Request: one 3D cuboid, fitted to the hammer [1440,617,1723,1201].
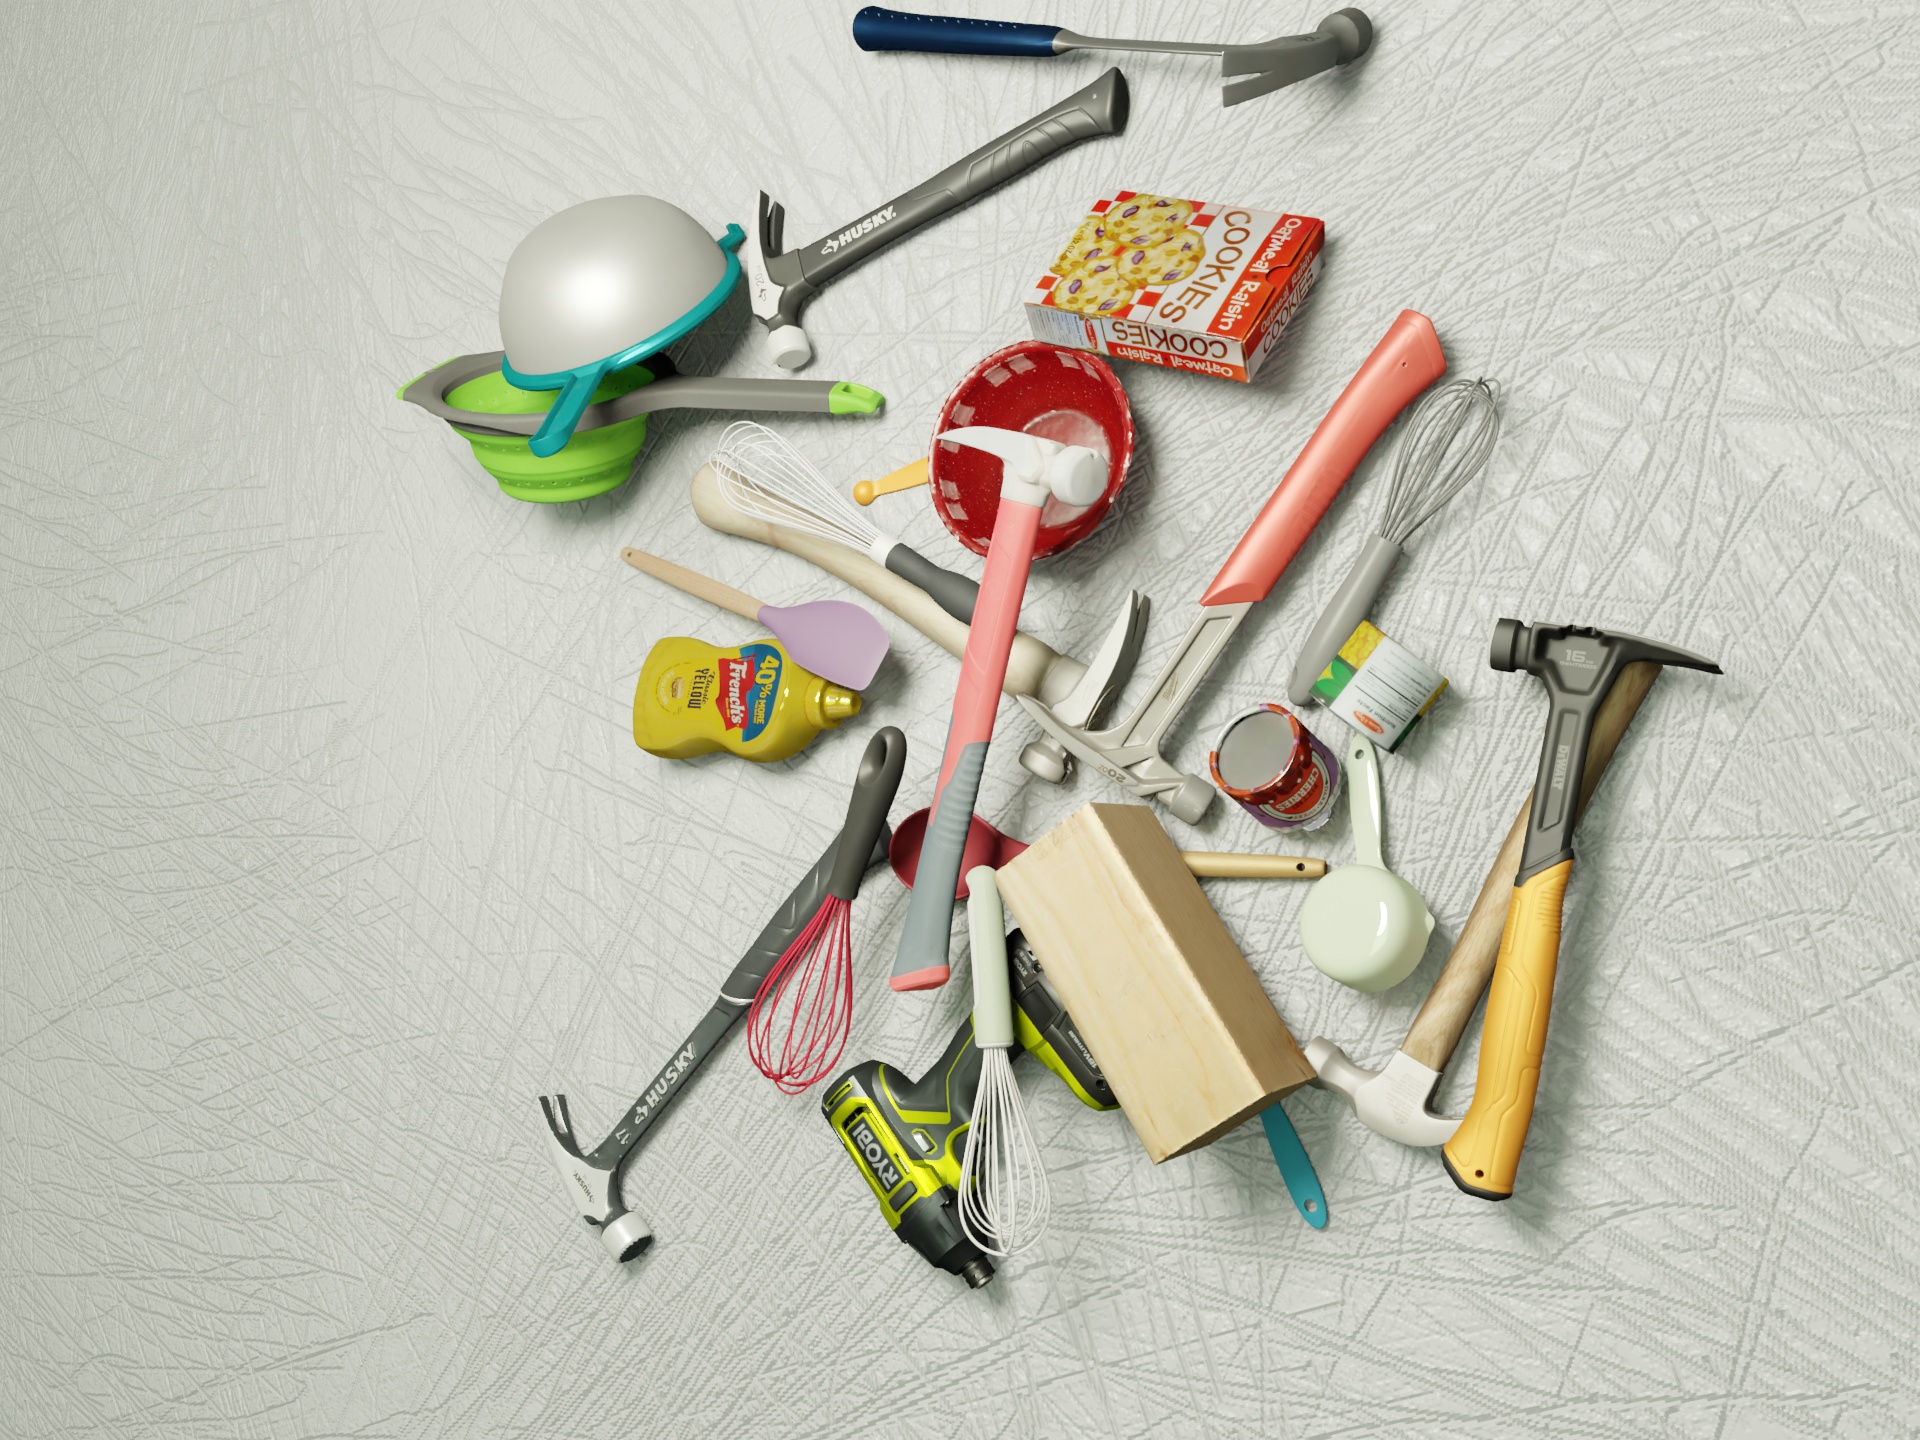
[{"bbox_3d":[0.342,0.112,0.920,0.127,0.034,0.337,11,88,31],"label":"hammer"}]

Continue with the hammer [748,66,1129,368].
[{"bbox_3d":[-0.023,-0.405,1.221,0.335,0.035,0.146,-22,70,23],"label":"hammer"}]

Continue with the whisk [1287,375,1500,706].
[{"bbox_3d":[0.274,-0.112,1.016,0.055,0.055,0.239,35,105,28],"label":"whisk"}]

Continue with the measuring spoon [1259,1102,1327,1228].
[{"bbox_3d":[0.201,0.263,1.018,0.042,0.021,0.129,-31,69,22],"label":"measuring spoon"}]

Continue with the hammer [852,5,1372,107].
[{"bbox_3d":[0.079,-0.488,1.144,0.406,0.144,0.035,21,132,35],"label":"hammer"}]

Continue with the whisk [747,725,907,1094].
[{"bbox_3d":[-0.090,0.138,1.129,0.073,0.073,0.295,29,110,28],"label":"whisk"}]

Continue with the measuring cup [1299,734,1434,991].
[{"bbox_3d":[0.246,0.083,0.992,0.083,0.038,0.168,-16,63,40],"label":"measuring cup"}]

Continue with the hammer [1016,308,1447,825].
[{"bbox_3d":[0.192,-0.114,1.049,0.149,0.036,0.359,34,98,6],"label":"hammer"}]

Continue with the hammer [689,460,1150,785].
[{"bbox_3d":[-0.050,-0.112,1.198,0.411,0.038,0.146,32,97,28],"label":"hammer"}]

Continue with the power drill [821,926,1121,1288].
[{"bbox_3d":[0.022,0.264,1.089,0.223,0.080,0.171,-48,64,19],"label":"power drill"}]

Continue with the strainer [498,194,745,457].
[{"bbox_3d":[-0.290,-0.316,1.206,0.211,0.095,0.341,-15,35,14],"label":"strainer"}]

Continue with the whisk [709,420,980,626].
[{"bbox_3d":[-0.078,-0.140,1.169,0.285,0.070,0.070,33,99,24],"label":"whisk"}]

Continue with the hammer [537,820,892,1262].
[{"bbox_3d":[-0.186,0.224,1.230,0.149,0.036,0.409,45,104,27],"label":"hammer"}]

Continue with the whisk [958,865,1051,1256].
[{"bbox_3d":[0.022,0.216,1.022,0.059,0.057,0.246,-3,78,-3],"label":"whisk"}]

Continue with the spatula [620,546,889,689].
[{"bbox_3d":[-0.169,-0.093,1.243,0.316,0.018,0.060,23,84,39],"label":"spatula"}]

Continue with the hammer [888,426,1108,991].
[{"bbox_3d":[-0.002,-0.003,1.078,0.143,0.038,0.386,24,105,48],"label":"hammer"}]

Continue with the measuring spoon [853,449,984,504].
[{"bbox_3d":[-0.034,-0.190,1.213,0.117,0.011,0.021,-16,76,26],"label":"measuring spoon"}]

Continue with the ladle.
[{"bbox_3d":[0.095,0.096,1.097,0.315,0.031,0.069,0,86,27],"label":"ladle"}]

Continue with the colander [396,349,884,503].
[{"bbox_3d":[-0.253,-0.233,1.291,0.397,0.205,0.094,5,120,14],"label":"colander"}]

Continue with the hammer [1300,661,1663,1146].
[{"bbox_3d":[0.333,0.107,0.962,0.130,0.031,0.331,29,97,29],"label":"hammer"}]
